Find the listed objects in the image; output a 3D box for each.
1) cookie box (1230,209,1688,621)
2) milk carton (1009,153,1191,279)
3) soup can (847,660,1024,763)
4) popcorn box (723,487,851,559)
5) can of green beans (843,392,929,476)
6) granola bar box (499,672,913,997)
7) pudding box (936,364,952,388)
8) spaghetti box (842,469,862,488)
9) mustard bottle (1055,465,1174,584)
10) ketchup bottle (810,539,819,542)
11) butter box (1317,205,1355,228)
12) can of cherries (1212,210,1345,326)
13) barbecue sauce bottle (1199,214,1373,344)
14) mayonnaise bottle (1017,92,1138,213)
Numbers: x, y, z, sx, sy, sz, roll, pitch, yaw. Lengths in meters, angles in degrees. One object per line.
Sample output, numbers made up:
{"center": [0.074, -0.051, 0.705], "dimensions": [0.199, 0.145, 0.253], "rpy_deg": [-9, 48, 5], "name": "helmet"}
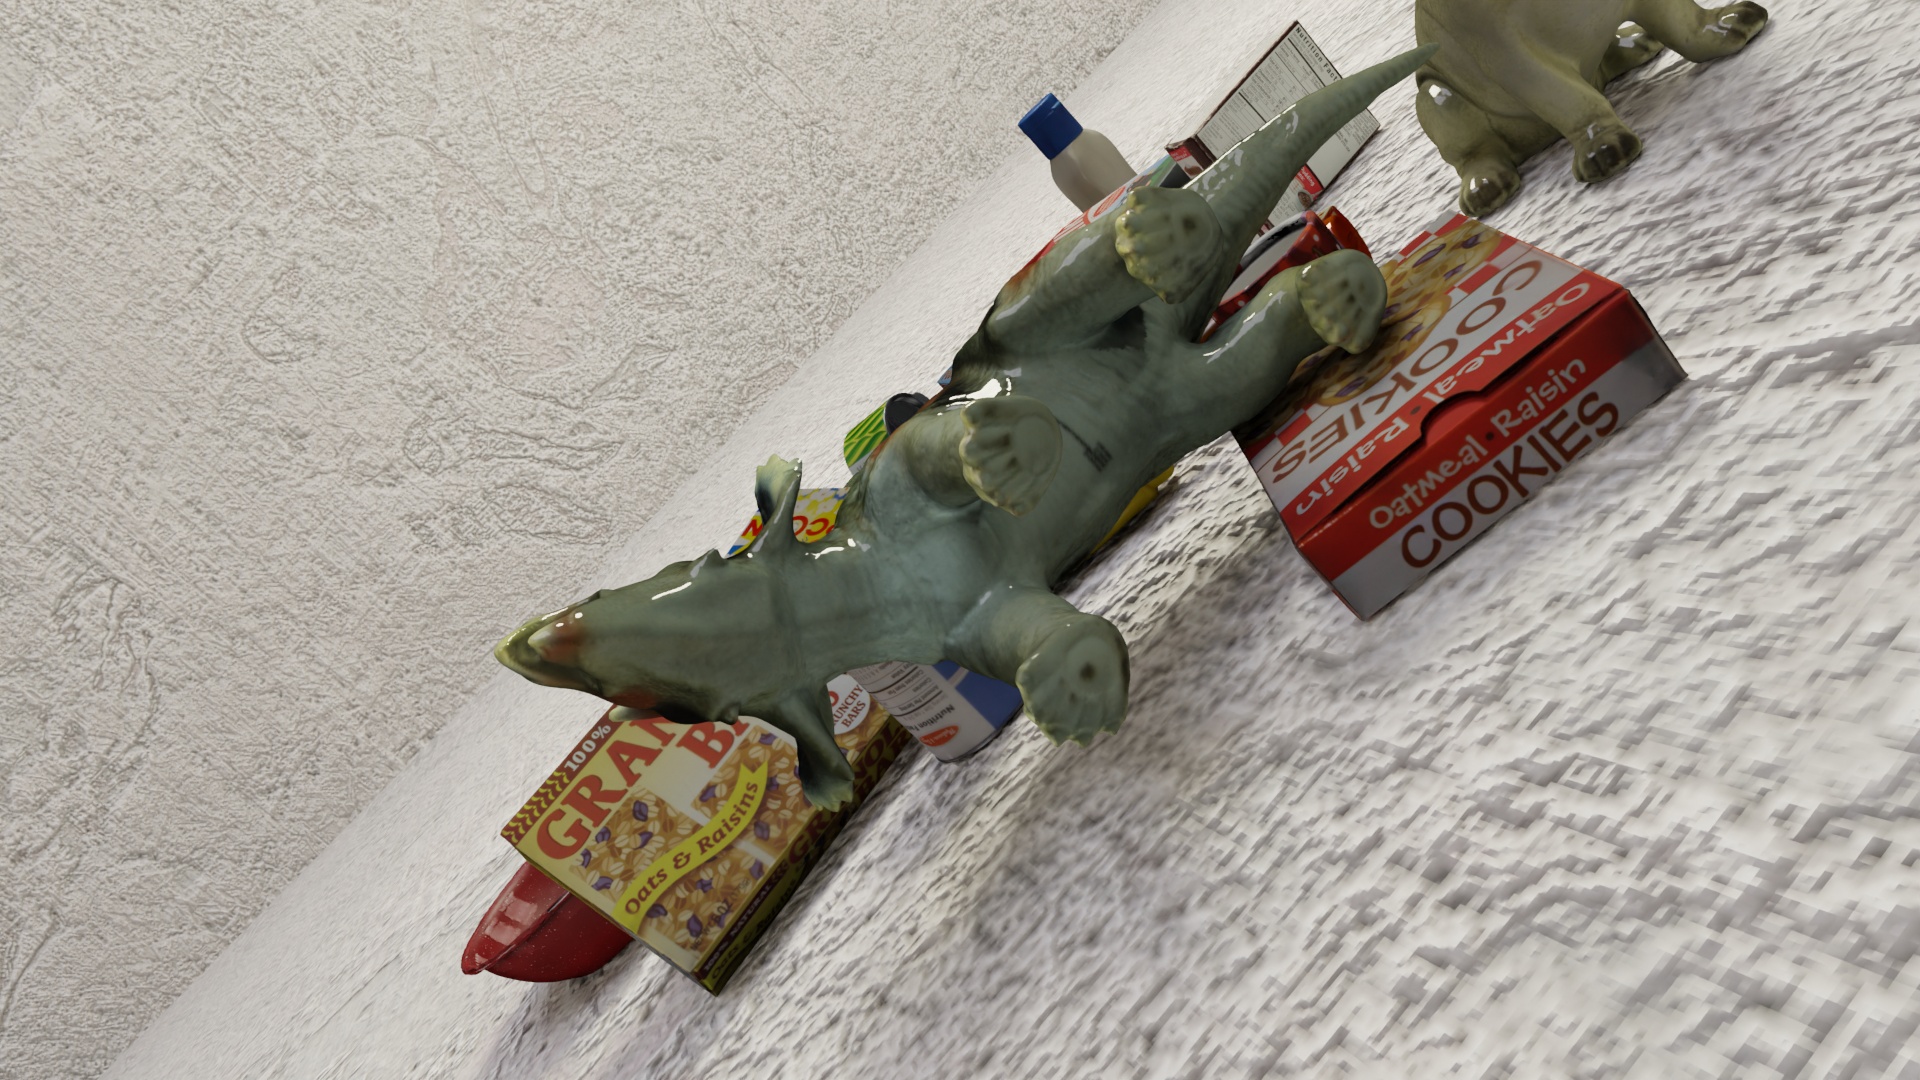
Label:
{"center": [0.162, -0.054, 0.500], "dimensions": [0.122, 0.040, 0.168], "rpy_deg": [-41, 15, 15], "name": "cookie box"}
{"center": [0.113, -0.202, 0.997], "dimensions": [0.190, 0.072, 0.074], "rpy_deg": [-26, 24, 53], "name": "milk carton"}
{"center": [-0.014, 0.046, 0.624], "dimensions": [0.071, 0.083, 0.071], "rpy_deg": [-42, 14, 13], "name": "soup can"}
{"center": [-0.093, 0.004, 0.951], "dimensions": [0.126, 0.038, 0.085], "rpy_deg": [0, 44, 32], "name": "popcorn box"}
{"center": [-0.052, -0.076, 1.116], "dimensions": [0.057, 0.071, 0.071], "rpy_deg": [-33, 18, 41], "name": "can of green beans"}
{"center": [-0.114, 0.111, 0.660], "dimensions": [0.166, 0.124, 0.039], "rpy_deg": [-51, -28, -25], "name": "granola bar box"}
{"center": [0.016, -0.117, 1.075], "dimensions": [0.030, 0.049, 0.084], "rpy_deg": [-47, 14, -4], "name": "pudding box"}
{"center": [-0.126, 0.047, 1.004], "dimensions": [0.251, 0.050, 0.028], "rpy_deg": [-51, 17, -25], "name": "spaghetti box"}
{"center": [0.055, -0.018, 0.683], "dimensions": [0.160, 0.048, 0.065], "rpy_deg": [-39, 15, 20], "name": "mustard bottle"}
{"center": [-0.099, 0.074, 0.837], "dimensions": [0.149, 0.065, 0.043], "rpy_deg": [-63, 6, -28], "name": "ketchup bottle"}
{"center": [0.168, -0.141, 0.768], "dimensions": [0.103, 0.024, 0.053], "rpy_deg": [-28, 21, 49], "name": "butter box"}
{"center": [0.154, -0.108, 0.639], "dimensions": [0.071, 0.058, 0.072], "rpy_deg": [-41, 14, 13], "name": "can of cherries"}
{"center": [0.142, -0.112, 0.720], "dimensions": [0.148, 0.043, 0.065], "rpy_deg": [-33, 21, 37], "name": "barbecue sauce bottle"}
{"center": [0.107, -0.282, 1.086], "dimensions": [0.041, 0.148, 0.065], "rpy_deg": [-27, 22, 52], "name": "mayonnaise bottle"}
